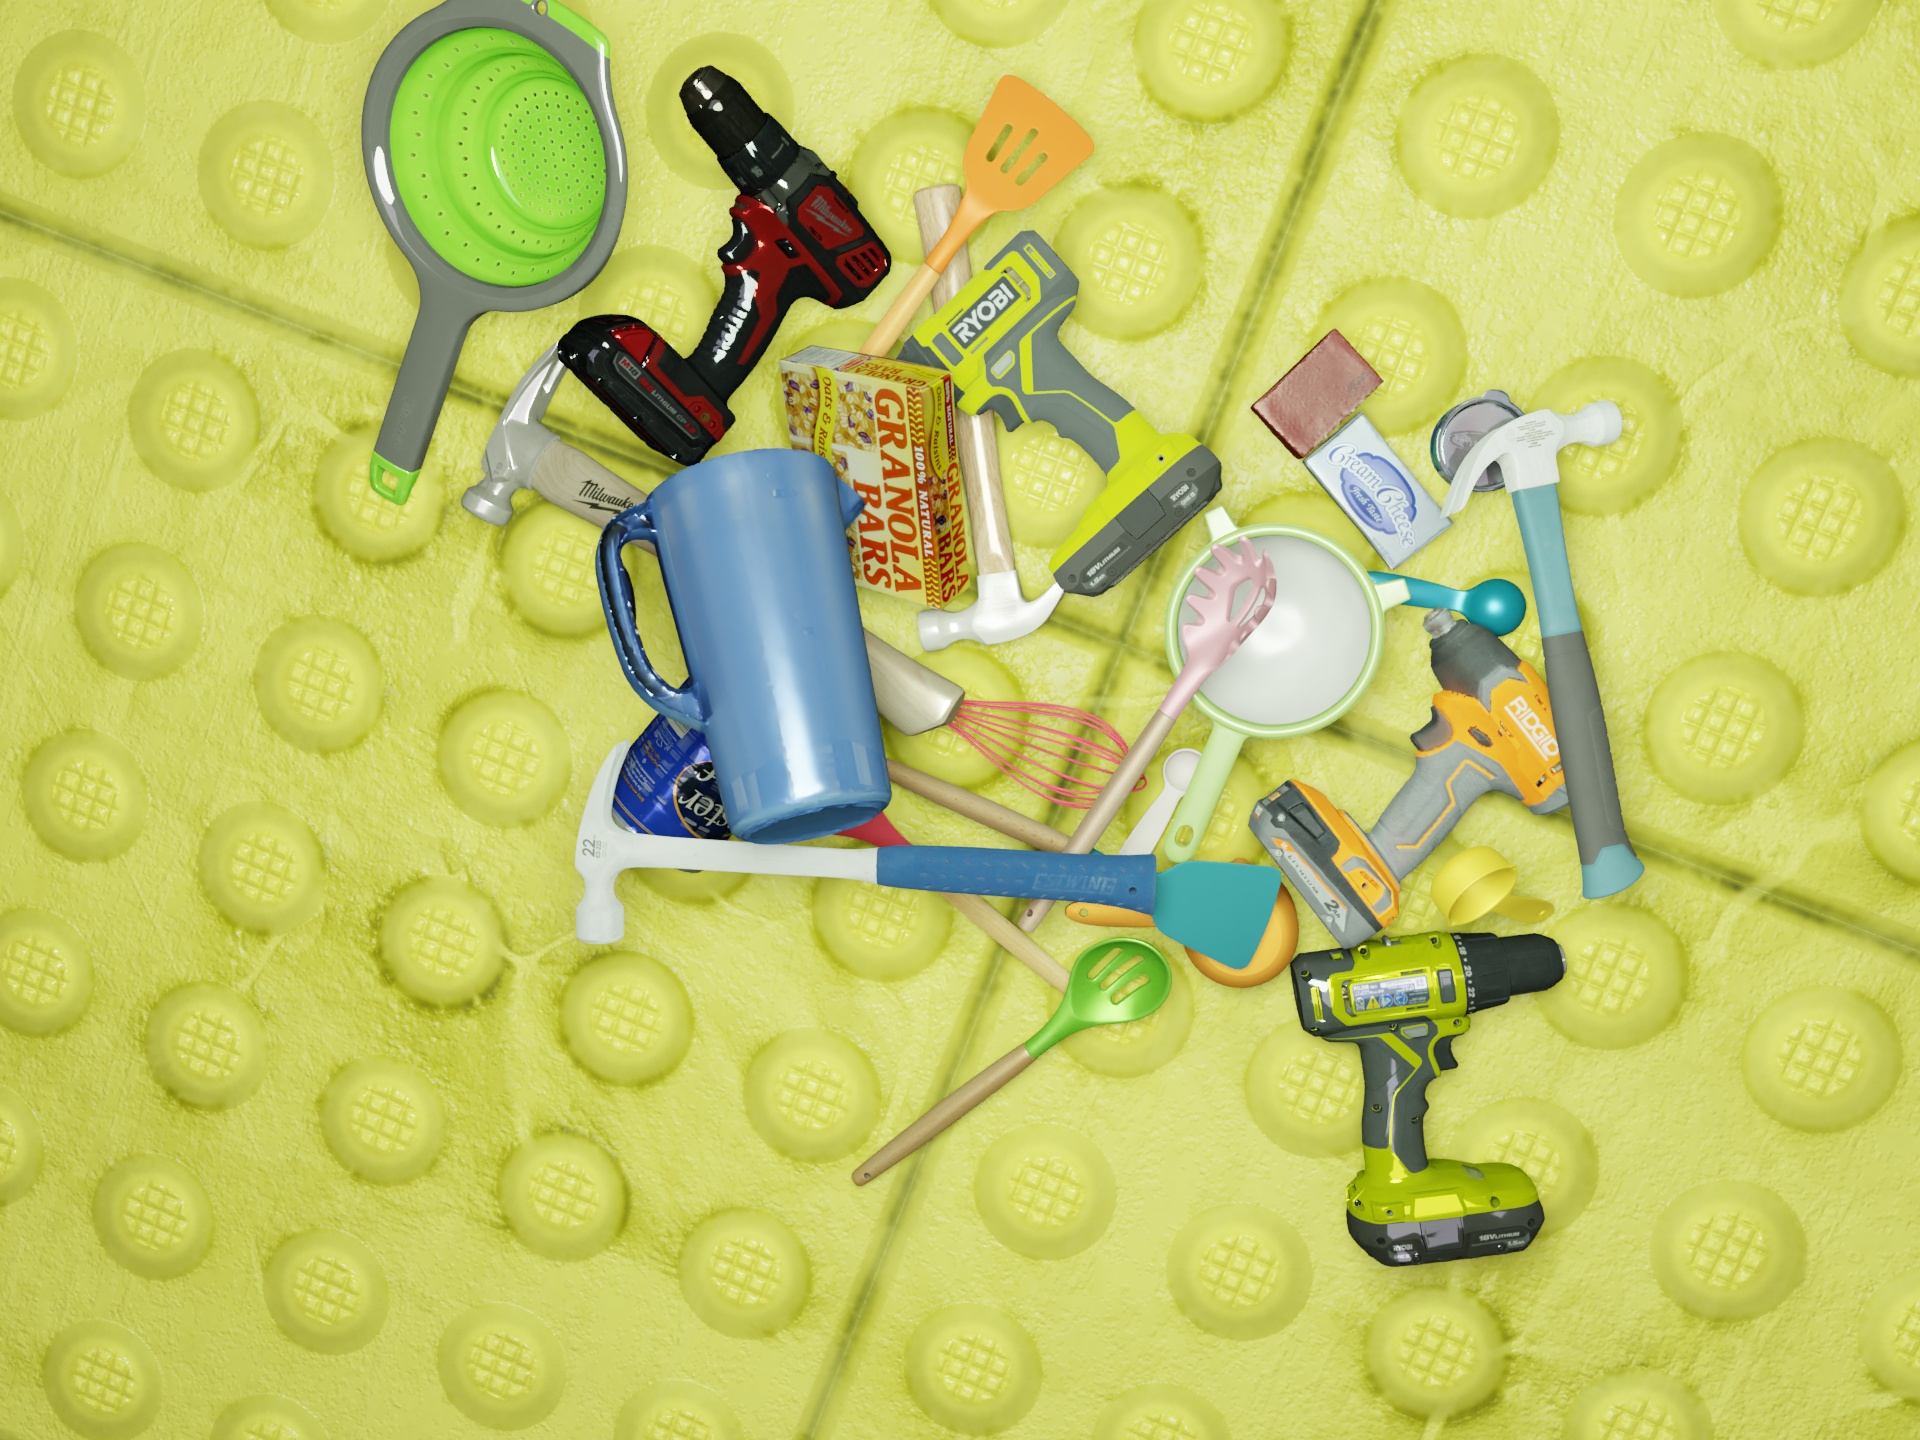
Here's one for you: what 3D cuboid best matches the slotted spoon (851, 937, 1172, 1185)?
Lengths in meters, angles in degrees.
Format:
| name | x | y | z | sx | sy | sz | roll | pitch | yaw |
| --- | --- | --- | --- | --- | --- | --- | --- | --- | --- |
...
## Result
| name | x | y | z | sx | sy | sz | roll | pitch | yaw |
| --- | --- | --- | --- | --- | --- | --- | --- | --- | --- |
| slotted spoon | 0.032 | 0.263 | 1.207 | 0.313 | 0.031 | 0.070 | -40 | 99 | 16 |

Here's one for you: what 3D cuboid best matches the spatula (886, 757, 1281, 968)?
| name | x | y | z | sx | sy | sz | roll | pitch | yaw |
| --- | --- | --- | --- | --- | --- | --- | --- | --- | --- |
| spatula | 0.072 | 0.088 | 1.163 | 0.318 | 0.044 | 0.082 | 23 | 109 | 20 |

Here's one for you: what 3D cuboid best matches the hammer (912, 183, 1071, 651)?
| name | x | y | z | sx | sy | sz | roll | pitch | yaw |
| --- | --- | --- | --- | --- | --- | --- | --- | --- | --- |
| hammer | 0.011 | -0.221 | 1.160 | 0.130 | 0.031 | 0.331 | -8 | 95 | 8 |

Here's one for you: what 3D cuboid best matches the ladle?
| name | x | y | z | sx | sy | sz | roll | pitch | yaw |
| --- | --- | --- | --- | --- | --- | --- | --- | --- | --- |
| ladle | -0.012 | 0.125 | 1.208 | 0.315 | 0.031 | 0.069 | 39 | 108 | -1 |

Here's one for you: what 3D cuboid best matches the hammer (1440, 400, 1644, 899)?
| name | x | y | z | sx | sy | sz | roll | pitch | yaw |
| --- | --- | --- | --- | --- | --- | --- | --- | --- | --- |
| hammer | 0.412 | -0.045 | 1.078 | 0.128 | 0.033 | 0.331 | -10 | 89 | -6 |

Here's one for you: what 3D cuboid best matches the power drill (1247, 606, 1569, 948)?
| name | x | y | z | sx | sy | sz | roll | pitch | yaw |
| --- | --- | --- | --- | --- | --- | --- | --- | --- | --- |
| power drill | 0.319 | 0.037 | 1.131 | 0.226 | 0.084 | 0.164 | -37 | 91 | 5 |

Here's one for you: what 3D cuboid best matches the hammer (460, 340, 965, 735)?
| name | x | y | z | sx | sy | sz | roll | pitch | yaw |
| --- | --- | --- | --- | --- | --- | --- | --- | --- | --- |
| hammer | -0.171 | -0.121 | 1.166 | 0.411 | 0.038 | 0.146 | 31 | 98 | 10 |

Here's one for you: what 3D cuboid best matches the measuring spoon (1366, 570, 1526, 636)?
| name | x | y | z | sx | sy | sz | roll | pitch | yaw |
| --- | --- | --- | --- | --- | --- | --- | --- | --- | --- |
| measuring spoon | 0.342 | -0.088 | 1.140 | 0.128 | 0.021 | 0.042 | 11 | 98 | 4 |

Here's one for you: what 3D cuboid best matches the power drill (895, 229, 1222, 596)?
| name | x | y | z | sx | sy | sz | roll | pitch | yaw |
| --- | --- | --- | --- | --- | --- | --- | --- | --- | --- |
| power drill | 0.058 | -0.200 | 1.104 | 0.171 | 0.080 | 0.223 | -41 | 86 | 14 |

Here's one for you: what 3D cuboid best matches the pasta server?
| name | x | y | z | sx | sy | sz | roll | pitch | yaw |
| --- | --- | --- | --- | --- | --- | --- | --- | --- | --- |
| pasta server | 0.124 | 0.017 | 1.102 | 0.060 | 0.040 | 0.316 | 41 | 104 | 38 |

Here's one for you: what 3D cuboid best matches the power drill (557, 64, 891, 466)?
| name | x | y | z | sx | sy | sz | roll | pitch | yaw |
| --- | --- | --- | --- | --- | --- | --- | --- | --- | --- |
| power drill | -0.174 | -0.310 | 1.094 | 0.227 | 0.080 | 0.187 | -49 | 124 | -6 |

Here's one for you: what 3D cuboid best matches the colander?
| name | x | y | z | sx | sy | sz | roll | pitch | yaw |
| --- | --- | --- | --- | --- | --- | --- | --- | --- | --- |
| colander | -0.348 | -0.338 | 1.171 | 0.204 | 0.094 | 0.397 | 31 | 117 | 2 |

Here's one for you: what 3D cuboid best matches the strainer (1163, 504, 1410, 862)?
| name | x | y | z | sx | sy | sz | roll | pitch | yaw |
| --- | --- | --- | --- | --- | --- | --- | --- | --- | --- |
| strainer | 0.205 | -0.018 | 1.144 | 0.151 | 0.069 | 0.256 | 24 | 105 | 10 |

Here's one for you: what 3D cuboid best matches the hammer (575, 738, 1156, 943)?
| name | x | y | z | sx | sy | sz | roll | pitch | yaw |
| --- | --- | --- | --- | --- | --- | --- | --- | --- | --- |
| hammer | -0.068 | 0.095 | 1.105 | 0.405 | 0.035 | 0.144 | 3 | 98 | 4 |

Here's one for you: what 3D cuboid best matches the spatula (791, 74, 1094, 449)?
| name | x | y | z | sx | sy | sz | roll | pitch | yaw |
| --- | --- | --- | --- | --- | --- | --- | --- | --- | --- |
| spatula | -0.032 | -0.301 | 1.129 | 0.081 | 0.041 | 0.322 | 37 | 107 | -6 |

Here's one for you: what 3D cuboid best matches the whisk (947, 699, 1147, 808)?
| name | x | y | z | sx | sy | sz | roll | pitch | yaw |
| --- | --- | --- | --- | --- | --- | --- | --- | --- | --- |
| whisk | -0.002 | -0.004 | 1.176 | 0.296 | 0.073 | 0.073 | 21 | 99 | 9 |

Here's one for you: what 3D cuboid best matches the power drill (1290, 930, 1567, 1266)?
| name | x | y | z | sx | sy | sz | roll | pitch | yaw |
| --- | --- | --- | --- | --- | --- | --- | --- | --- | --- |
| power drill | 0.351 | 0.265 | 1.156 | 0.190 | 0.080 | 0.228 | -9 | 93 | 5 |

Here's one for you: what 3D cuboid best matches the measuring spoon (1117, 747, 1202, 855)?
| name | x | y | z | sx | sy | sz | roll | pitch | yaw |
| --- | --- | --- | --- | --- | --- | --- | --- | --- | --- |
| measuring spoon | 0.145 | 0.073 | 1.190 | 0.034 | 0.018 | 0.124 | 30 | 106 | -2 |

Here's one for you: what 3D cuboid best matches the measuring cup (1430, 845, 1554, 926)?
| name | x | y | z | sx | sy | sz | roll | pitch | yaw |
| --- | --- | --- | --- | --- | --- | --- | --- | --- | --- |
| measuring cup | 0.377 | 0.120 | 1.115 | 0.062 | 0.156 | 0.029 | -49 | 52 | 20 |

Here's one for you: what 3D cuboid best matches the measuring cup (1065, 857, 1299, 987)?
| name | x | y | z | sx | sy | sz | roll | pitch | yaw |
| --- | --- | --- | --- | --- | --- | --- | --- | --- | --- |
| measuring cup | 0.164 | 0.151 | 1.174 | 0.173 | 0.052 | 0.095 | 3 | 97 | 5 |
